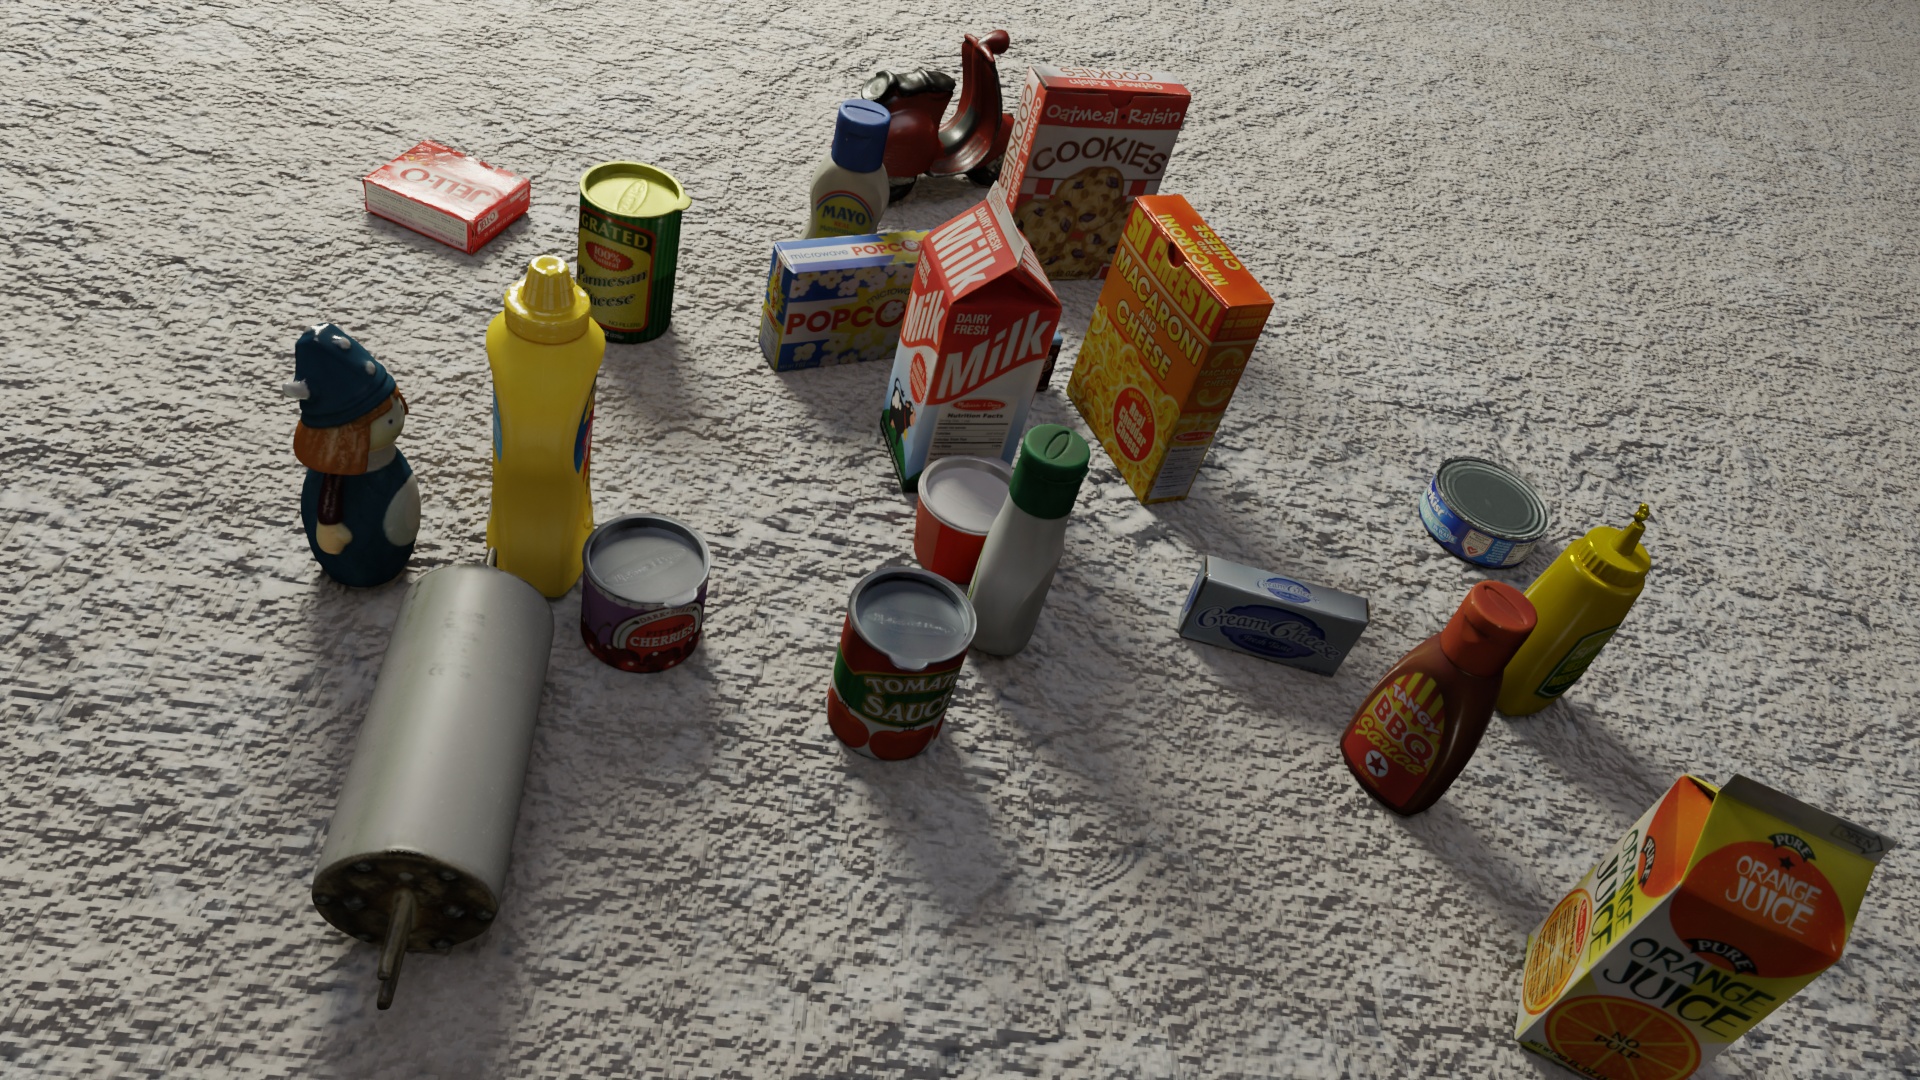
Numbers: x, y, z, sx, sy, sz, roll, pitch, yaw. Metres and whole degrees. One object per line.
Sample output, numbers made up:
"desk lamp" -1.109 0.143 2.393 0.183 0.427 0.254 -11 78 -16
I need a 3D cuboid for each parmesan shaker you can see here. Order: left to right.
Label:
"parmesan shaker" -0.219 -0.190 0.925 0.071 0.102 0.072 9 43 -9

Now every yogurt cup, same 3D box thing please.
"yogurt cup" 0.003 -0.011 0.846 0.072 0.053 0.073 9 43 -9

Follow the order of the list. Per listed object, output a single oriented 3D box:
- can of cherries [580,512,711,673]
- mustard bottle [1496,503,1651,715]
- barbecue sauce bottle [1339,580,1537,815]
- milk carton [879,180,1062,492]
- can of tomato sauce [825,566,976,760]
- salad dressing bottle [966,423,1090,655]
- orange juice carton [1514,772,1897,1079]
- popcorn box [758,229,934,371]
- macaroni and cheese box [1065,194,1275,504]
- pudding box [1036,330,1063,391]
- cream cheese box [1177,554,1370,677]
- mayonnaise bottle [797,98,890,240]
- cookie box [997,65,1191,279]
"can of cherries" -0.169 0.030 0.744 0.071 0.058 0.072 9 43 -9
"mustard bottle" 0.369 0.040 0.834 0.065 0.159 0.049 -14 51 -30
"barbecue sauce bottle" 0.264 0.085 0.761 0.044 0.147 0.065 -15 51 -31
"milk carton" 0.007 -0.123 0.864 0.073 0.189 0.072 -1 45 -19
"can of tomato sauce" -0.033 0.067 0.731 0.071 0.082 0.071 9 43 -9
"salad dressing bottle" 0.036 0.001 0.775 0.044 0.146 0.064 27 43 11
"orange juice carton" 0.343 0.180 0.654 0.072 0.191 0.073 25 43 9
"popcorn box" -0.072 -0.167 0.963 0.127 0.084 0.038 -11 50 -28
"macaroni and cheese box" 0.134 -0.126 0.926 0.040 0.165 0.124 -8 48 -25
"pudding box" 0.026 -0.129 0.981 0.084 0.049 0.030 -10 49 -26
"cream cheese box" 0.190 0.047 0.847 0.104 0.053 0.024 15 42 -2
"mayonnaise bottle" -0.081 -0.239 0.989 0.065 0.147 0.041 12 43 -5
"cookie box" 0.094 -0.280 1.074 0.123 0.166 0.040 -5 47 -23
